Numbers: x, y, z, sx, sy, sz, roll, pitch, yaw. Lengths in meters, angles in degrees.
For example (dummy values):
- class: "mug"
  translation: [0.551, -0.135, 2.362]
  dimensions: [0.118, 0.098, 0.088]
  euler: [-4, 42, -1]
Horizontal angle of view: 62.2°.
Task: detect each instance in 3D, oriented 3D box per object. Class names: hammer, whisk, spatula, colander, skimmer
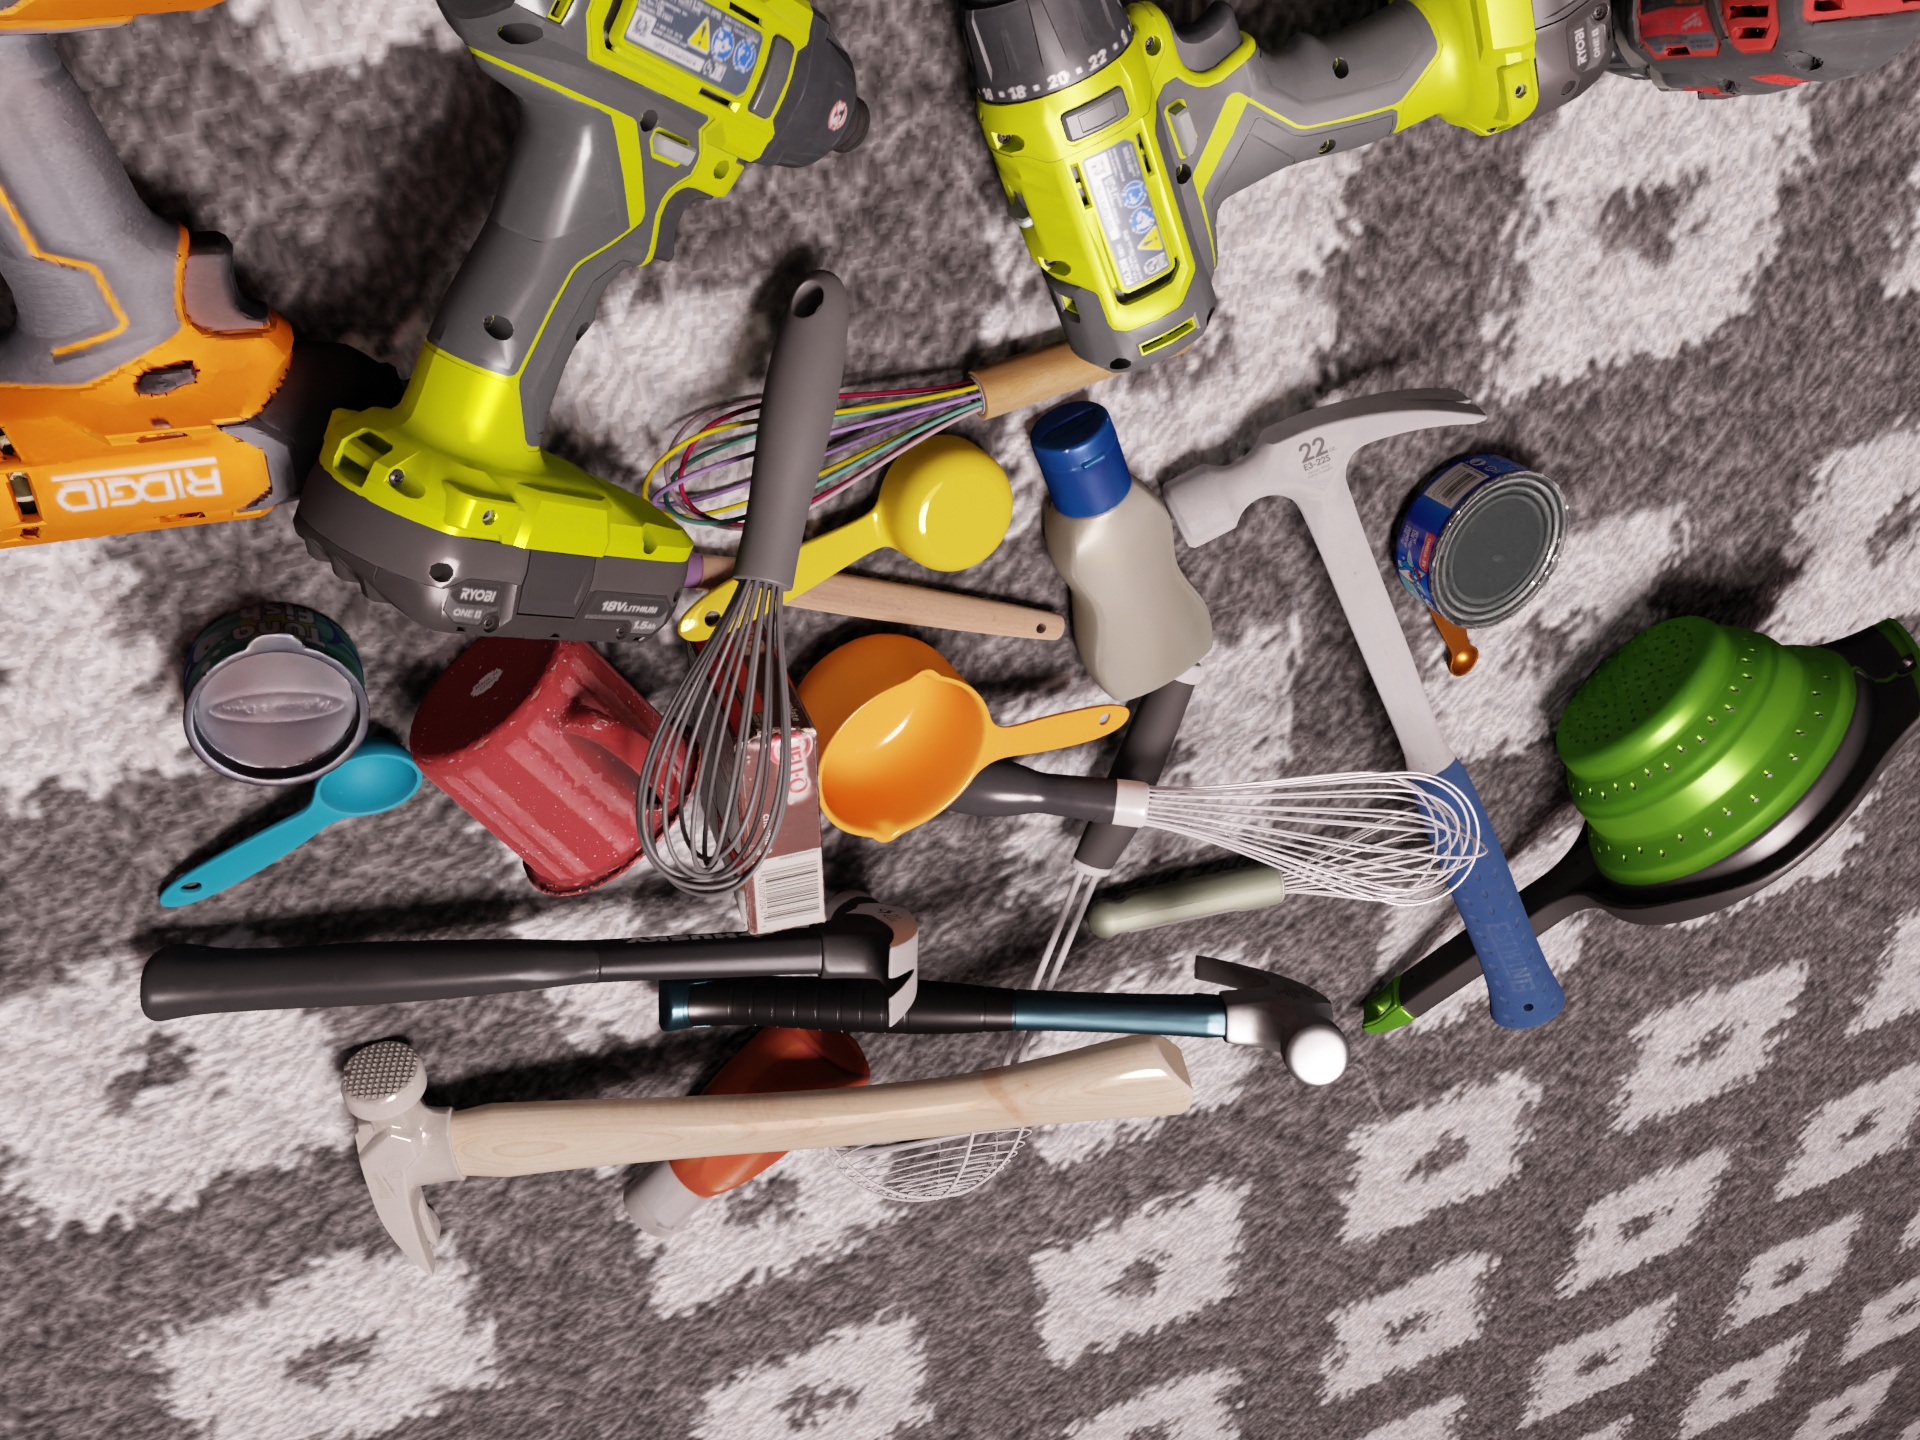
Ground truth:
- class: "hammer"
  translation: [-0.088, 0.208, 0.807]
  dimensions: [0.410, 0.038, 0.146]
  euler: [-4, 128, -5]
- class: "whisk"
  translation: [0.189, 0.093, 0.920]
  dimensions: [0.246, 0.058, 0.059]
  euler: [-10, 94, -15]
- class: "spatula"
  translation: [-0.088, -0.062, 0.677]
  dimensions: [0.315, 0.018, 0.059]
  euler: [7, 109, -31]
- class: "whisk"
  translation: [-0.076, -0.053, 0.591]
  dimensions: [0.055, 0.055, 0.239]
  euler: [15, 85, -34]
- class: "whisk"
  translation: [0.115, 0.045, 0.778]
  dimensions: [0.284, 0.070, 0.070]
  euler: [7, 126, 0]
- class: "whisk"
  translation: [-0.012, -0.128, 0.648]
  dimensions: [0.245, 0.051, 0.047]
  euler: [-21, 126, -15]
- class: "colander"
  translation: [0.361, 0.058, 0.943]
  dimensions: [0.094, 0.205, 0.397]
  euler: [40, 122, -8]
- class: "hammer"
  translation: [0.245, 0.013, 0.818]
  dimensions: [0.144, 0.035, 0.405]
  euler: [-26, 121, 9]
- class: "hammer"
  translation: [-0.179, 0.110, 0.710]
  dimensions: [0.334, 0.146, 0.035]
  euler: [0, 94, -17]
- class: "hammer"
  translation: [0.012, 0.141, 0.777]
  dimensions: [0.331, 0.128, 0.033]
  euler: [1, 94, 3]
- class: "skimmer"
  translation: [0.031, 0.117, 0.869]
  dimensions: [0.127, 0.090, 0.363]
  euler: [8, 111, -39]

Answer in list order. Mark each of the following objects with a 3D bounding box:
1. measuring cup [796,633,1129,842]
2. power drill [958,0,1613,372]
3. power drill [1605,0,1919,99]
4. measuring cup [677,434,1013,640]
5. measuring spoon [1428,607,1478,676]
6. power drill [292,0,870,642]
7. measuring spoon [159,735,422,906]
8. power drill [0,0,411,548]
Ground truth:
- class: "measuring cup"
  translation: [-0.001, -0.002, 0.749]
  dimensions: [0.173, 0.052, 0.095]
  euler: [-10, 129, -32]
- class: "power drill"
  translation: [0.111, -0.259, 0.585]
  dimensions: [0.228, 0.080, 0.190]
  euler: [-28, 127, -2]
- class: "power drill"
  translation: [0.264, -0.338, 0.558]
  dimensions: [0.080, 0.188, 0.226]
  euler: [-10, 112, -7]
- class: "measuring cup"
  translation: [-0.045, -0.068, 0.667]
  dimensions: [0.156, 0.029, 0.062]
  euler: [-30, 125, -17]
- class: "measuring spoon"
  translation: [0.257, -0.066, 0.854]
  dimensions: [0.021, 0.011, 0.116]
  euler: [-37, 129, -4]
- class: "power drill"
  translation: [-0.117, -0.143, 0.528]
  dimensions: [0.171, 0.080, 0.223]
  euler: [0, 118, -58]
- class: "measuring spoon"
  translation: [-0.283, 0.040, 0.664]
  dimensions: [0.128, 0.021, 0.042]
  euler: [-29, 150, 9]
- class: "power drill"
  translation: [-0.246, -0.160, 0.482]
  dimensions: [0.164, 0.084, 0.226]
  euler: [-11, 133, -22]
